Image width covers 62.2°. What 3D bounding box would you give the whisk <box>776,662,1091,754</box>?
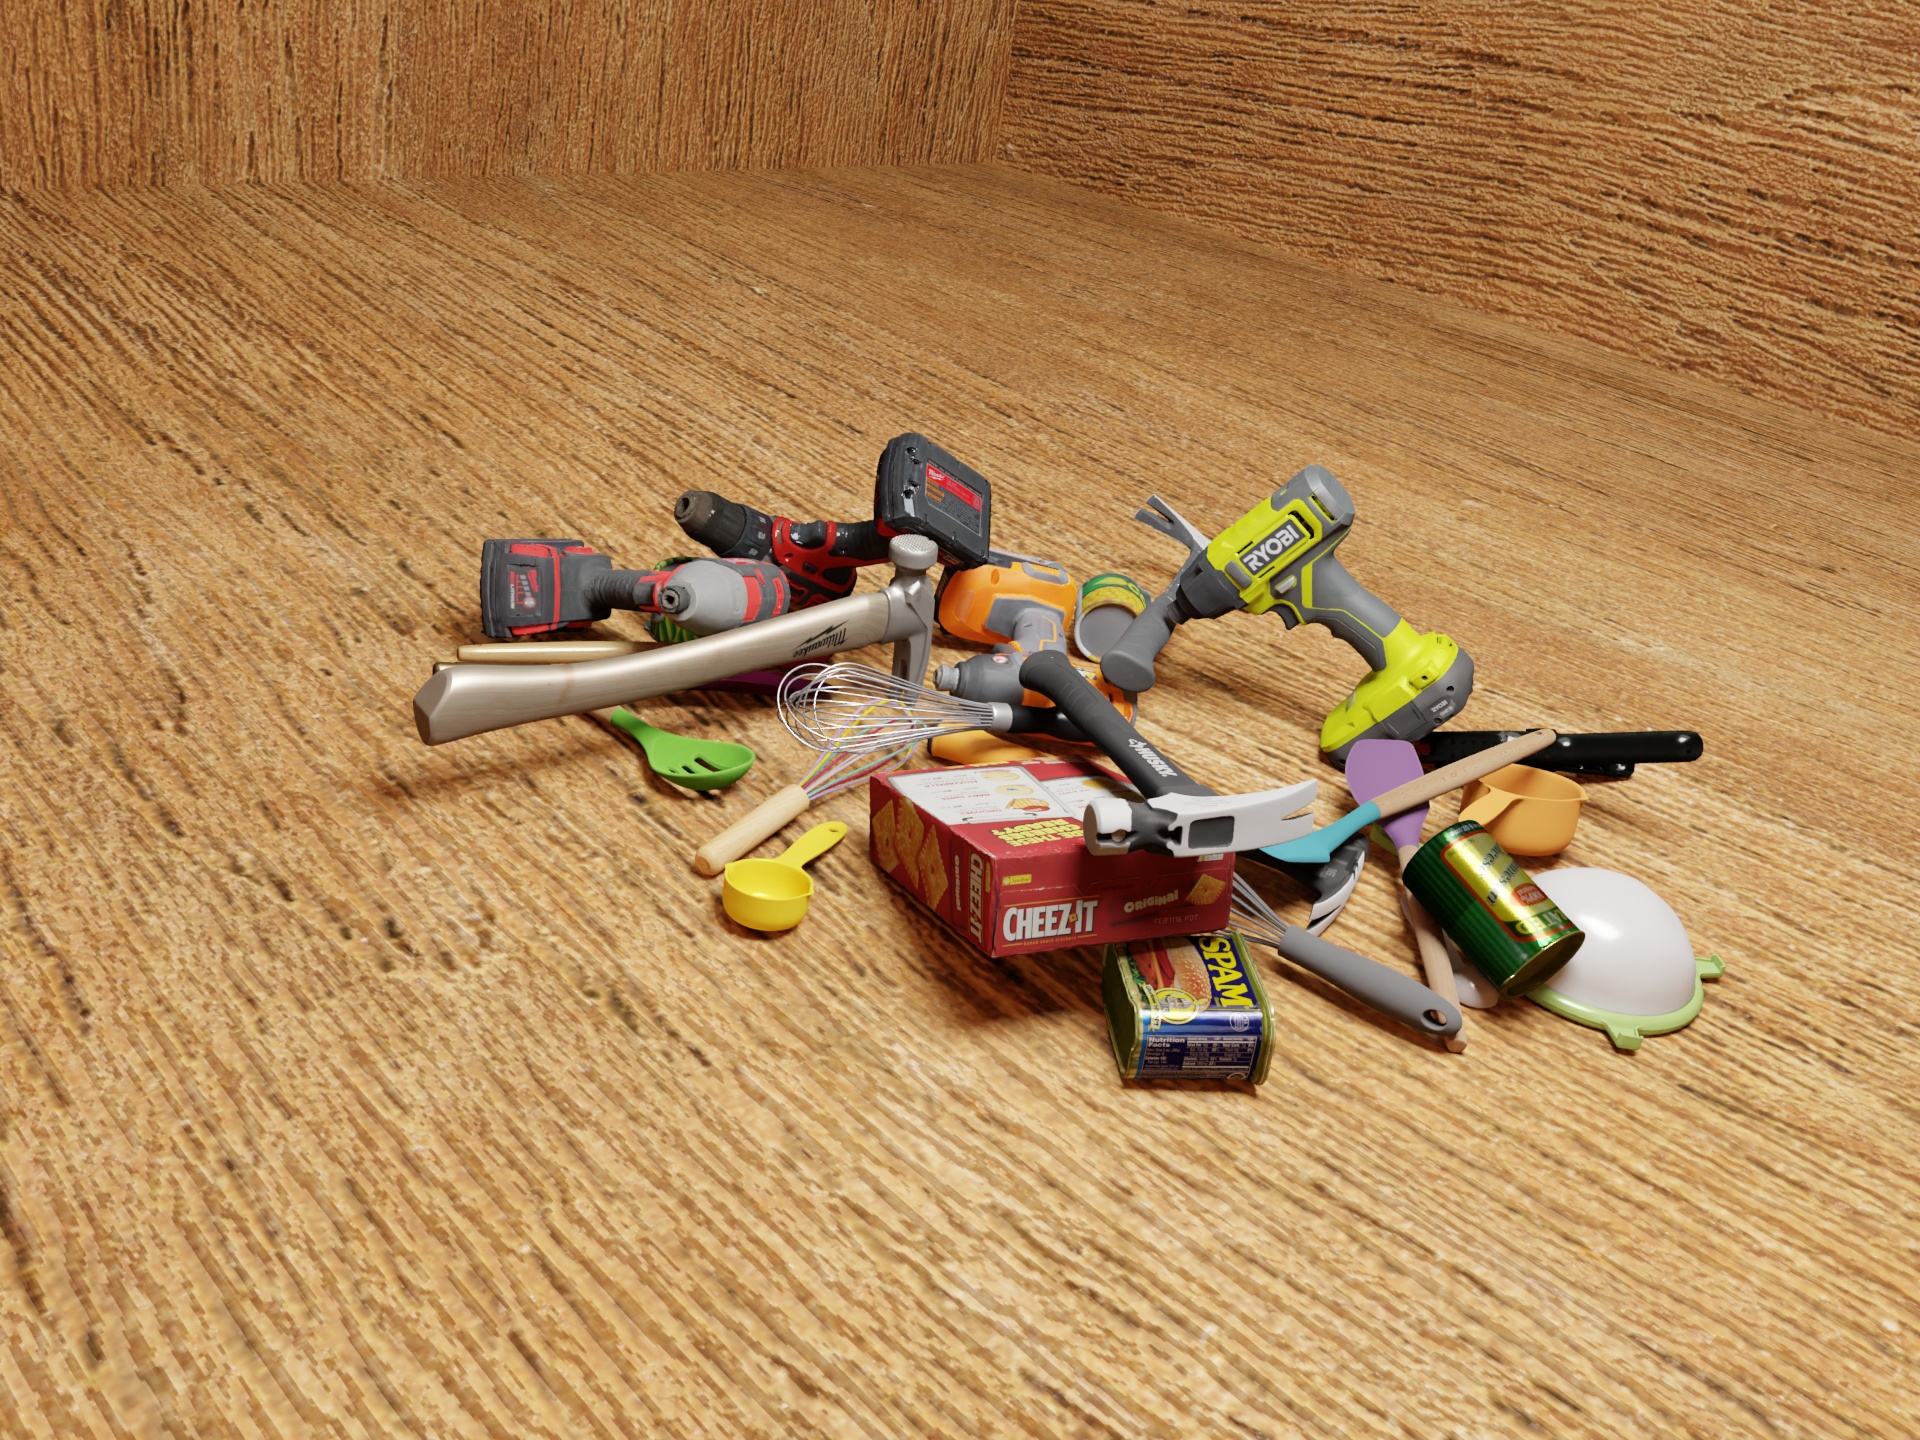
[{"bbox_3d":[-0.002,-0.005,1.167,0.284,0.070,0.070,3,28,-29],"label":"whisk"}]

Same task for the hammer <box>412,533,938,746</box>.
[{"bbox_3d":[-0.190,-0.034,1.156,0.410,0.146,0.038,-15,35,-35],"label":"hammer"}]

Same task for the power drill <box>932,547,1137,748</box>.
[{"bbox_3d":[0.041,-0.063,1.321,0.164,0.084,0.227,11,29,-19],"label":"power drill"}]

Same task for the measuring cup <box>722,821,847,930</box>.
[{"bbox_3d":[-0.110,0.101,1.061,0.062,0.029,0.156,16,17,13],"label":"measuring cup"}]

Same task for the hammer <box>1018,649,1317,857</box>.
[{"bbox_3d":[0.109,0.012,1.053,0.146,0.035,0.335,-2,19,-14],"label":"hammer"}]

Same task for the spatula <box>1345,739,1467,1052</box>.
[{"bbox_3d":[0.318,0.110,1.121,0.060,0.018,0.316,1,37,3],"label":"spatula"}]

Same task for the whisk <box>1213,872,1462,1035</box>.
[{"bbox_3d":[0.216,0.141,1.040,0.239,0.055,0.055,27,33,27],"label":"whisk"}]

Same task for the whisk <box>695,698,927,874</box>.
[{"bbox_3d":[-0.101,0.049,1.138,0.051,0.047,0.245,24,36,24],"label":"whisk"}]

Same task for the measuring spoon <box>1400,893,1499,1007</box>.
[{"bbox_3d":[0.332,0.152,1.090,0.034,0.018,0.124,2,29,-13],"label":"measuring spoon"}]

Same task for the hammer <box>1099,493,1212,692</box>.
[{"bbox_3d":[0.183,-0.107,1.402,0.149,0.036,0.409,41,26,1],"label":"hammer"}]

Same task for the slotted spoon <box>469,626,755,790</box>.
[{"bbox_3d":[-0.276,-0.012,1.211,0.314,0.031,0.070,26,32,32],"label":"slotted spoon"}]

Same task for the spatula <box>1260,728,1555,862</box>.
[{"bbox_3d":[0.320,0.049,1.152,0.317,0.044,0.082,-19,31,-26],"label":"spatula"}]

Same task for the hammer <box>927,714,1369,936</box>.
[{"bbox_3d":[0.125,0.067,1.172,0.337,0.034,0.127,20,29,20],"label":"hammer"}]

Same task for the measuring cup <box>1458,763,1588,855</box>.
[{"bbox_3d":[0.404,0.078,1.191,0.095,0.052,0.173,18,22,34],"label":"measuring cup"}]

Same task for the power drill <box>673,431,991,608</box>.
[{"bbox_3d":[-0.107,-0.164,1.325,0.227,0.080,0.187,-13,-26,36],"label":"power drill"}]

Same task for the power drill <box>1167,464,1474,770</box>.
[{"bbox_3d":[0.291,-0.073,1.290,0.223,0.171,0.080,47,30,-7],"label":"power drill"}]

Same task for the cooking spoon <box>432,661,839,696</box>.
[{"bbox_3d":[-0.241,-0.031,1.219,0.318,0.017,0.069,2,12,-31],"label":"cooking spoon"}]

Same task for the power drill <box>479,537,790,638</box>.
[{"bbox_3d":[-0.259,-0.100,1.245,0.220,0.078,0.143,5,8,21],"label":"power drill"}]

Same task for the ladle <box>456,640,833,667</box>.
[{"bbox_3d":[-0.240,-0.056,1.272,0.315,0.031,0.069,-2,11,-28],"label":"ladle"}]

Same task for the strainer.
[{"bbox_3d":[0.404,0.118,1.118,0.151,0.069,0.257,-19,40,-41],"label":"strainer"}]
